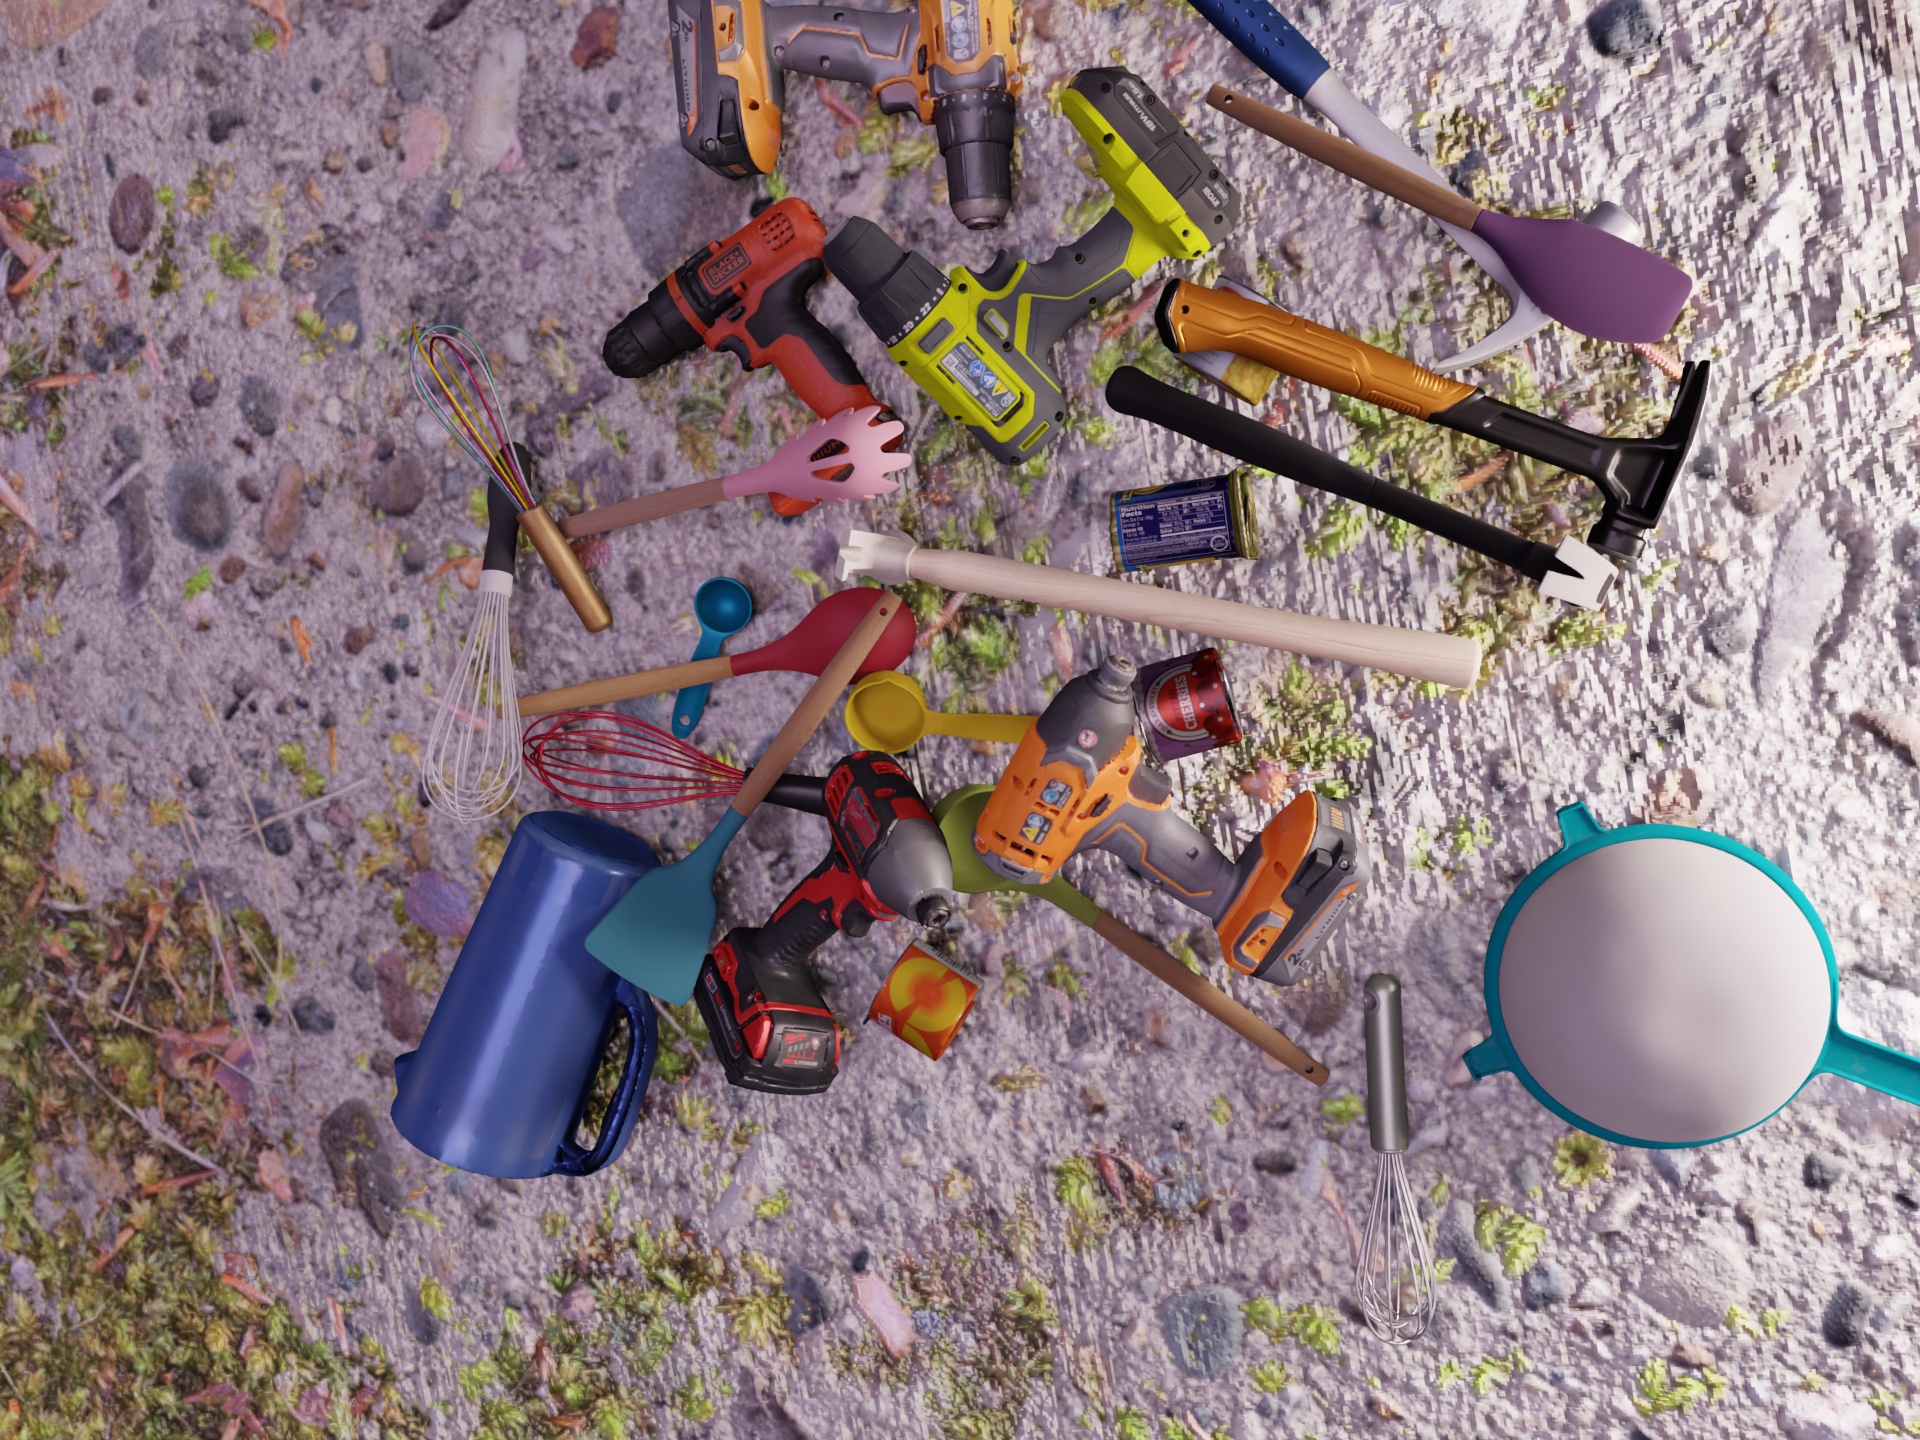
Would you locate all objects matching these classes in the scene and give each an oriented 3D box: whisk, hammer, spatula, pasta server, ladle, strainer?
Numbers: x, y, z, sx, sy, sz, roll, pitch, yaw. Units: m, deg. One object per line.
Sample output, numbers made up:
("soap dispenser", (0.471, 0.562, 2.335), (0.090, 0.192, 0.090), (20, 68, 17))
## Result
("whisk", (-0.336, -0.066, 1.137), (0.070, 0.070, 0.285), (0, 75, 13))
("hammer", (0.283, -0.209, 0.972), (0.337, 0.034, 0.127), (18, 102, -3))
("spatula", (0.291, -0.316, 0.975), (0.316, 0.018, 0.060), (30, 100, 9))
("pasta server", (-0.173, -0.156, 1.088), (0.316, 0.040, 0.060), (-7, 102, 34))
("spatula", (-0.134, 0.045, 1.083), (0.082, 0.044, 0.317), (35, 96, -10))
("hammer", (0.241, -0.149, 0.991), (0.335, 0.146, 0.035), (27, 102, 18))
("ladle", (0.113, 0.151, 1.073), (0.320, 0.062, 0.078), (35, 93, 6))
("ladle", (-0.185, -0.036, 1.129), (0.315, 0.031, 0.069), (-11, 107, 11))
("whisk", (-0.171, 0.042, 1.133), (0.296, 0.073, 0.073), (9, 97, 6))
("strainer", (0.494, 0.195, 0.964), (0.340, 0.095, 0.211), (20, 99, 13))
("whisk", (0.285, 0.290, 1.051), (0.059, 0.058, 0.246), (-3, 91, -21))
("hammer", (0.230, -0.393, 1.011), (0.144, 0.035, 0.405), (-45, 84, 12))
("whisk", (-0.315, -0.170, 1.122), (0.051, 0.047, 0.244), (-39, 114, -26))
("hammer", (0.124, -0.072, 1.019), (0.410, 0.146, 0.038), (11, 97, 8))

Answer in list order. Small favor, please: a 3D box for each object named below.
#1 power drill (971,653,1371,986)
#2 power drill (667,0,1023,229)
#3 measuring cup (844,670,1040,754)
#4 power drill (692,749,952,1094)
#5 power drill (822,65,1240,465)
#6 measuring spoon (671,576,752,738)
("power drill", (0.139, 0.060, 1.003), (0.226, 0.084, 0.164), (24, 119, -5))
("power drill", (-0.071, -0.414, 1.062), (0.226, 0.084, 0.185), (-4, 95, 9))
("measuring cup", (-0.002, -0.004, 1.105), (0.156, 0.029, 0.062), (5, 119, 0))
("power drill", (-0.085, 0.142, 1.065), (0.219, 0.078, 0.143), (-55, 43, 21))
("power drill", (0.044, -0.303, 1.016), (0.228, 0.080, 0.190), (-43, 109, 12))
("measuring spoon", (-0.183, -0.046, 1.151), (0.042, 0.021, 0.128), (22, 108, -2))
